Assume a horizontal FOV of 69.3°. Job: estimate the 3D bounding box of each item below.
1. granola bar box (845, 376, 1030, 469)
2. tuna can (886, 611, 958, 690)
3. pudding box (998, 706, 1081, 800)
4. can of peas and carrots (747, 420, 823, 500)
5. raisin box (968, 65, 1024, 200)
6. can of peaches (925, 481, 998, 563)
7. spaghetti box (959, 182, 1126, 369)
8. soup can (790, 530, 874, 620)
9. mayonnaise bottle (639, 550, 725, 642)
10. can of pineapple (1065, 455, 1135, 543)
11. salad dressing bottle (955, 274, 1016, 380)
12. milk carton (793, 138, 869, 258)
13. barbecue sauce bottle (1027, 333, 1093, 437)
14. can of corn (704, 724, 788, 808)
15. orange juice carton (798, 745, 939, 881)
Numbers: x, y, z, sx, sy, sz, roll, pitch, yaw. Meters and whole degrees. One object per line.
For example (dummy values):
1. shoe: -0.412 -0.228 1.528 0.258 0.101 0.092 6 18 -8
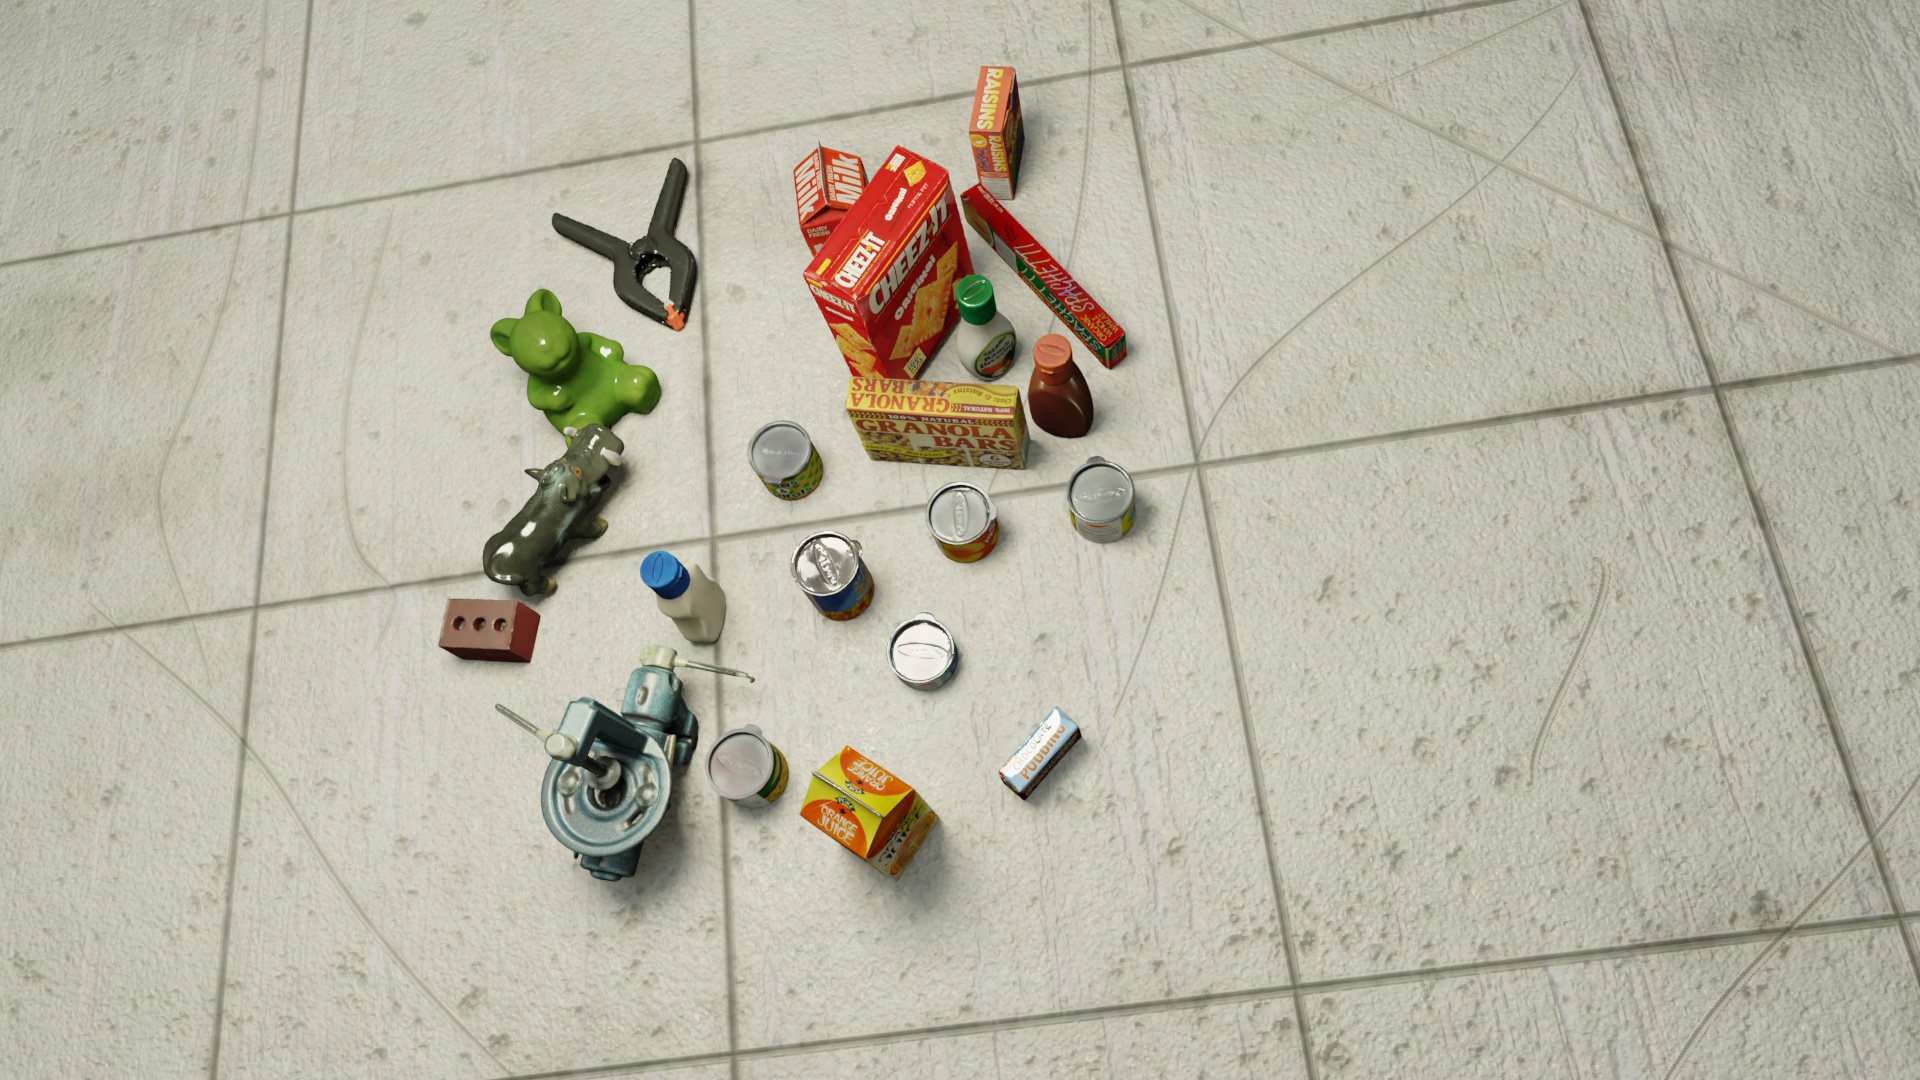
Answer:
1. granola bar box: -0.020 -0.114 1.373 0.165 0.124 0.039 4 70 10
2. tuna can: -0.036 0.107 1.339 0.071 0.032 0.071 -3 69 7
3. pudding box: 0.073 0.196 1.280 0.030 0.049 0.084 40 79 20
4. can of peas and carrots: -0.178 -0.079 1.418 0.071 0.058 0.071 -3 69 7
5. raisin box: 0.040 -0.435 1.490 0.040 0.123 0.086 7 71 11
6. can of peaches: 0.005 -0.017 1.368 0.071 0.058 0.071 -3 69 7
7. spaghetti box: 0.087 -0.279 1.462 0.029 0.050 0.250 -38 69 -6
8. soup can: -0.121 0.035 1.352 0.071 0.083 0.071 -3 69 7
9. mayonnaise bottle: -0.266 0.050 1.332 0.041 0.147 0.065 0 70 9
10. can of pineapple: 0.138 -0.039 1.357 0.071 0.057 0.071 -3 69 7
11. salad dressing bottle: 0.022 -0.213 1.393 0.064 0.147 0.044 -37 69 -6
12. milk carton: -0.123 -0.330 1.436 0.073 0.190 0.072 -11 68 4
13. barbecue sauce bottle: 0.095 -0.151 1.358 0.065 0.148 0.044 16 73 14
14. can of corn: -0.199 0.213 1.308 0.071 0.058 0.071 -3 69 7
15. orange juice carton: -0.080 0.237 1.209 0.072 0.192 0.073 30 77 18
